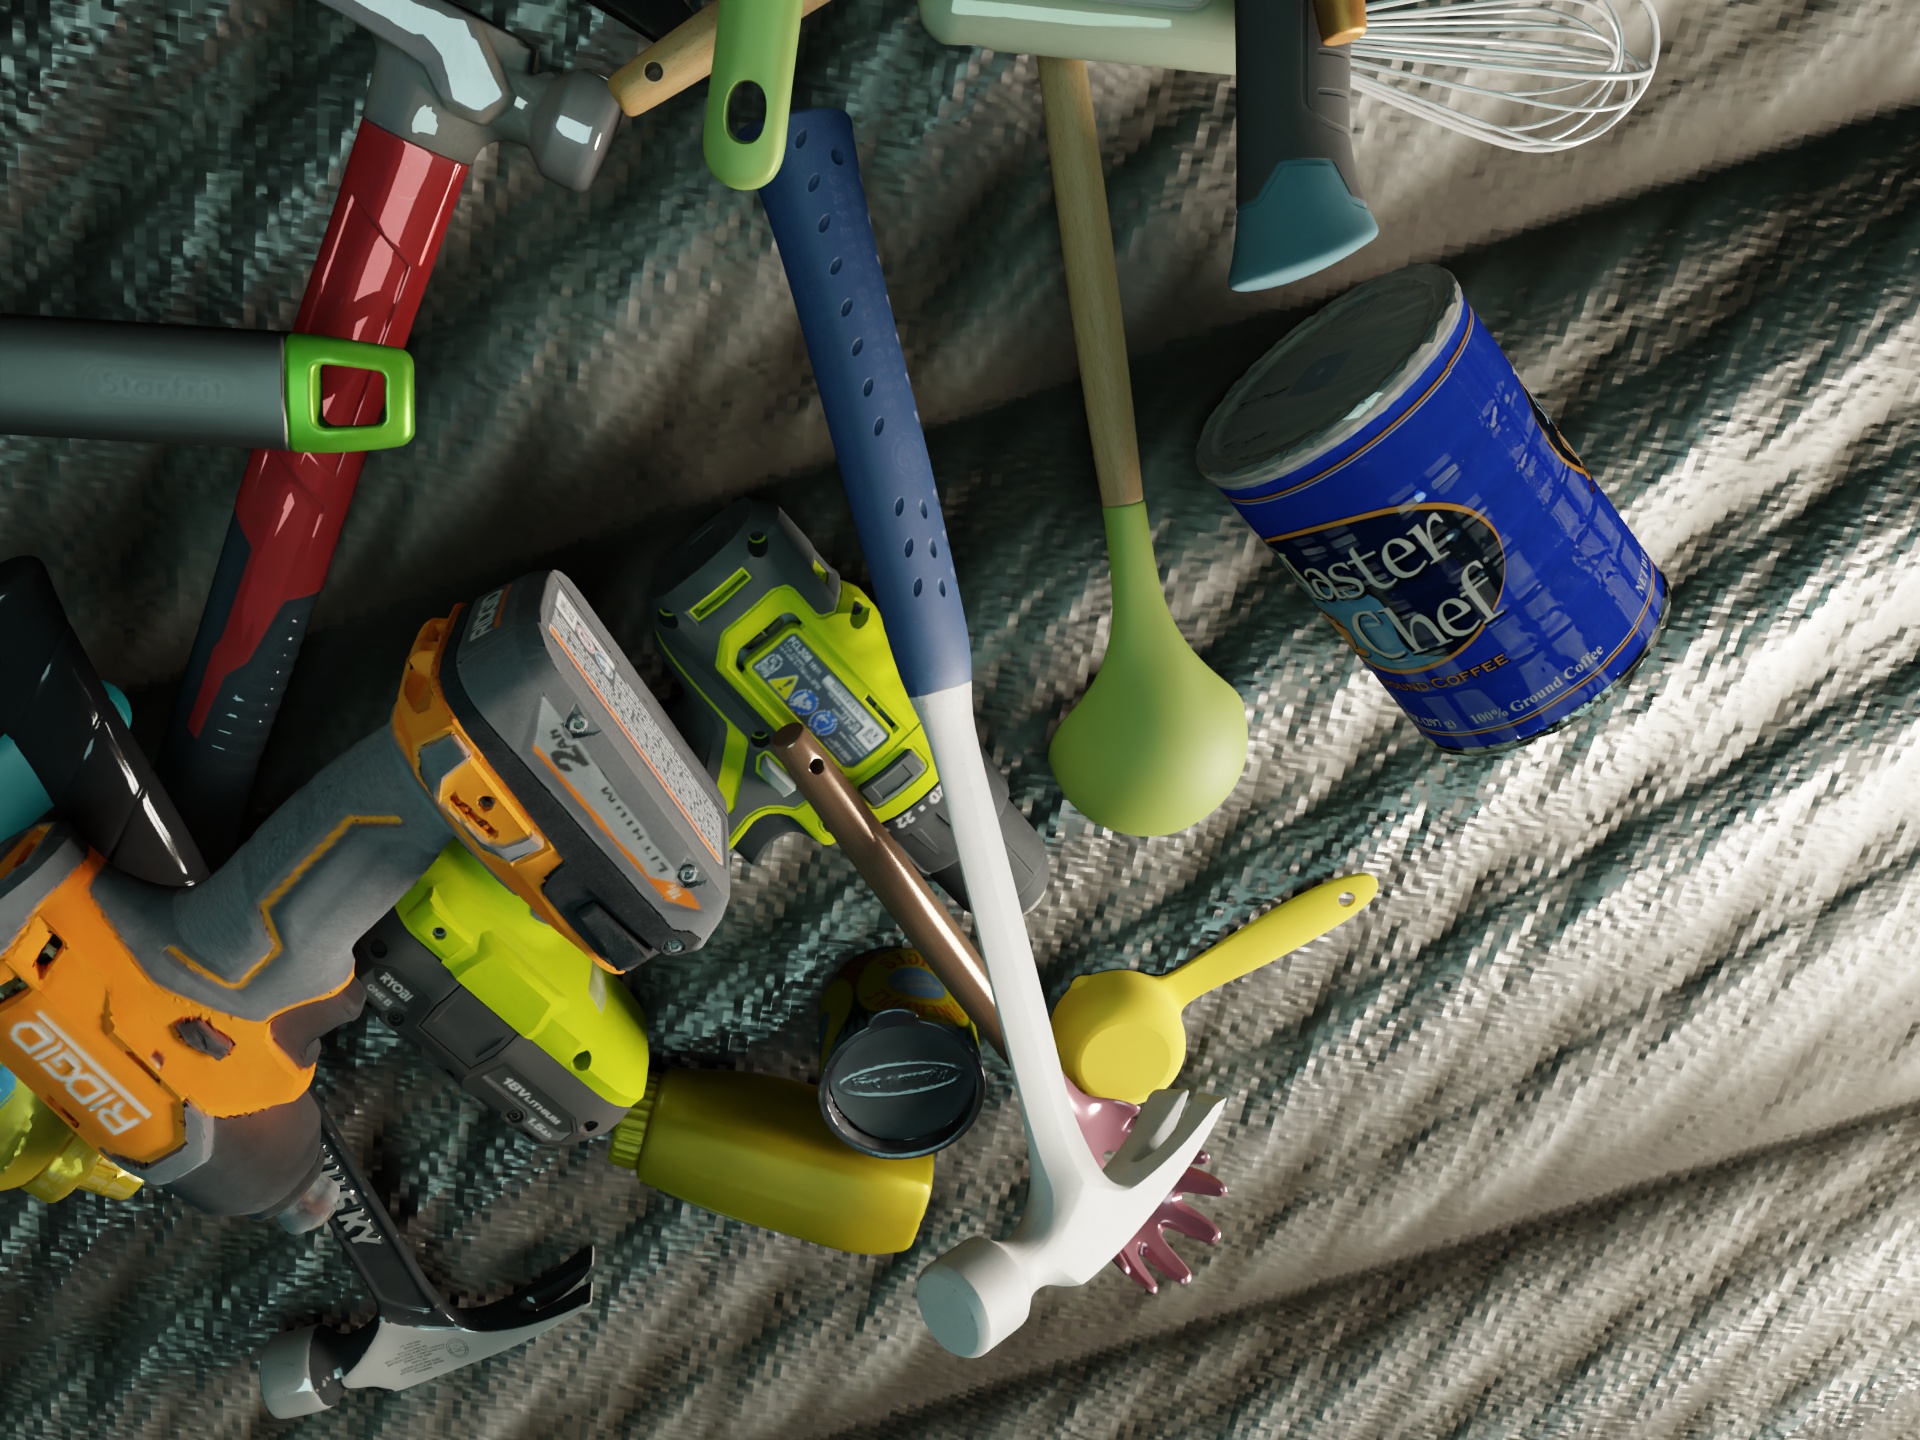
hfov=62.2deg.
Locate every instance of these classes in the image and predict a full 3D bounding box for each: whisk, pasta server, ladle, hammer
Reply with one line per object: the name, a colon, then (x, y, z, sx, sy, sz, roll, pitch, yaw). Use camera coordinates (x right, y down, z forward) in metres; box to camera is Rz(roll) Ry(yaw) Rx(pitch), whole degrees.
whisk: (0.108, -0.220, 0.512, 0.246, 0.058, 0.059, 2, 131, -9)
pasta server: (0.019, 0.116, 0.607, 0.060, 0.040, 0.316, -48, 126, -21)
ladle: (0.052, -0.106, 0.573, 0.078, 0.062, 0.320, -11, 106, -4)
hammer: (0.096, -0.292, 0.452, 0.128, 0.033, 0.331, -2, 96, -2)
hammer: (-0.001, -0.002, 0.549, 0.144, 0.035, 0.405, -21, 99, -43)
hammer: (-0.260, 0.121, 0.595, 0.149, 0.036, 0.408, -13, 125, -3)
hammer: (-0.253, -0.067, 0.556, 0.143, 0.038, 0.386, 23, 108, -13)

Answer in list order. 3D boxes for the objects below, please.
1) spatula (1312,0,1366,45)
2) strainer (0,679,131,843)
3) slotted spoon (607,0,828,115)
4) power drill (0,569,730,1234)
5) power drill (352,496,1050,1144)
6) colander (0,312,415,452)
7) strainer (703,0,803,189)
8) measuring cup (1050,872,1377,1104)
spatula: (0.077, -0.344, 0.409, 0.081, 0.041, 0.322, -11, 97, -3)
strainer: (-0.432, 0.088, 0.579, 0.340, 0.095, 0.210, -40, 118, 0)
slotted spoon: (0.026, -0.275, 0.482, 0.314, 0.031, 0.070, -33, 103, 1)
power drill: (-0.189, 0.070, 0.508, 0.226, 0.084, 0.164, -29, 116, 5)
power drill: (-0.095, 0.054, 0.601, 0.228, 0.080, 0.190, -38, 113, 8)
colander: (-0.373, -0.116, 0.495, 0.397, 0.095, 0.204, 1, 106, -11)
strainer: (-0.041, -0.283, 0.444, 0.151, 0.069, 0.256, 11, 112, -2)
measuring cup: (0.108, 0.111, 0.666, 0.156, 0.029, 0.062, -32, 112, 11)
